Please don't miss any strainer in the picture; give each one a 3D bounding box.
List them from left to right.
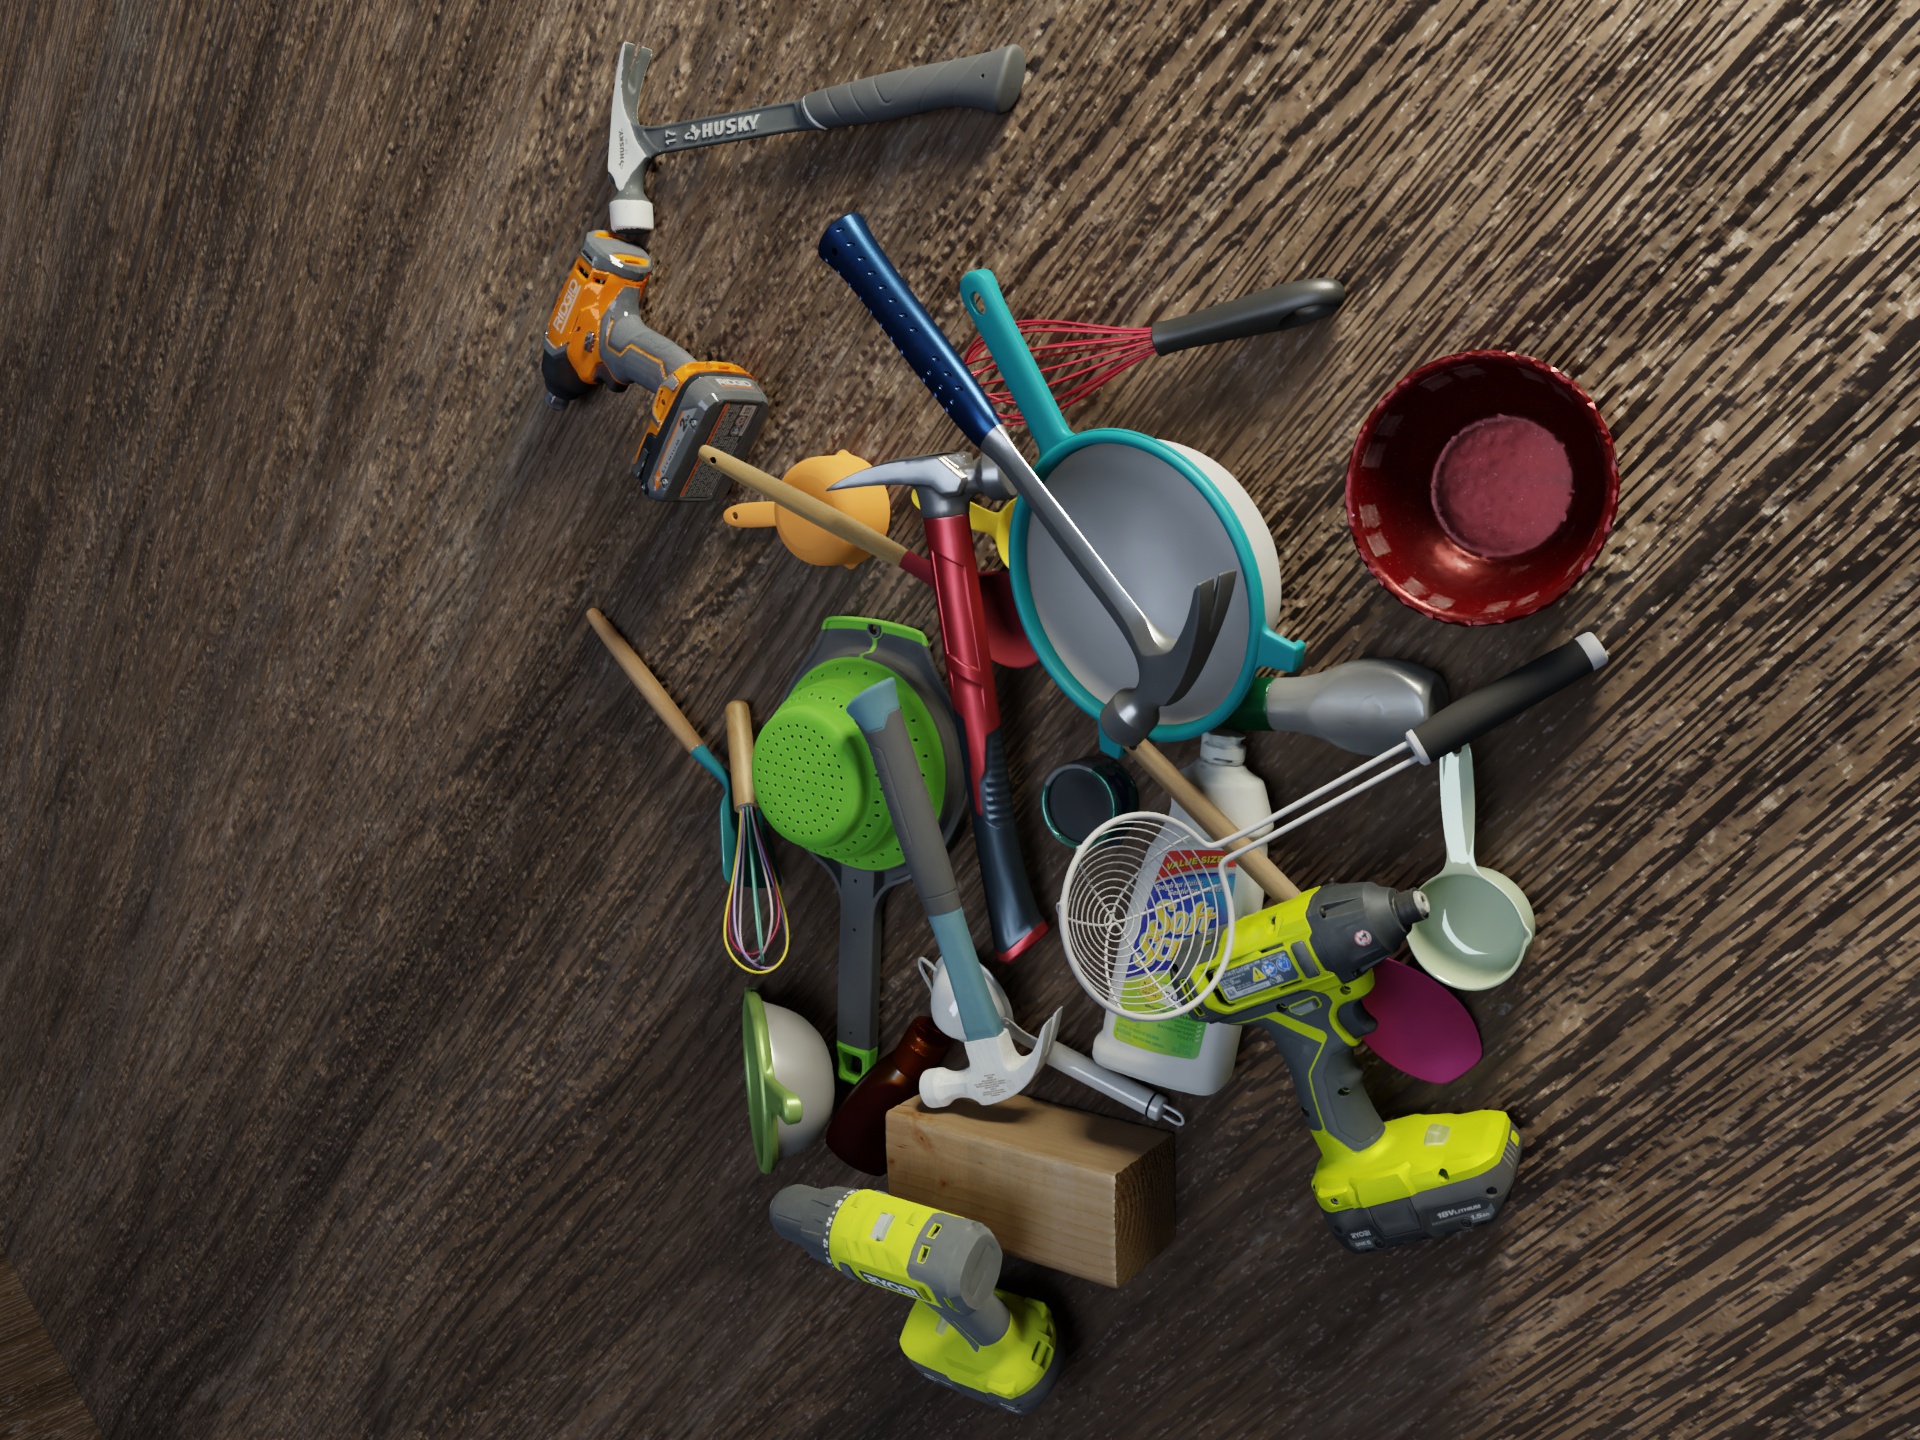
[{"bbox_3d":[-0.131,0.297,1.295,0.256,0.069,0.151,157,108,-75],"label":"strainer"},{"bbox_3d":[0.058,0.250,1.224,0.259,0.050,0.086,23,127,28],"label":"strainer"},{"bbox_3d":[0.108,-0.155,1.063,0.211,0.095,0.340,-32,84,51],"label":"strainer"}]

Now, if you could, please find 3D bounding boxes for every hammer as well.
[{"bbox_3d":[-0.126,-0.472,1.228,0.409,0.036,0.149,5,100,35],"label":"hammer"},{"bbox_3d":[-0.018,0.130,1.189,0.128,0.033,0.331,-15,97,28],"label":"hammer"},{"bbox_3d":[-0.002,-0.004,1.183,0.143,0.038,0.386,-2,106,25],"label":"hammer"},{"bbox_3d":[0.030,-0.180,1.035,0.406,0.035,0.144,55,141,17],"label":"hammer"}]

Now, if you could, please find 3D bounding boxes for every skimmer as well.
[{"bbox_3d":[0.225,0.054,0.952,0.363,0.090,0.127,-31,97,11],"label":"skimmer"}]

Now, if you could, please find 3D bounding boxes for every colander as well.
[{"bbox_3d":[-0.101,0.119,1.279,0.205,0.094,0.397,11,104,34],"label":"colander"}]

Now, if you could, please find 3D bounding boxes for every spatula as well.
[{"bbox_3d":[-0.252,0.016,1.399,0.044,0.082,0.318,-48,64,15],"label":"spatula"}]

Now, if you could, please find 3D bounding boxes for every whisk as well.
[{"bbox_3d":[-0.177,0.092,1.312,0.047,0.051,0.245,-13,62,5],"label":"whisk"},{"bbox_3d":[0.117,-0.254,1.079,0.296,0.073,0.073,-7,94,31],"label":"whisk"}]

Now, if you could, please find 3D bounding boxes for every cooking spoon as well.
[{"bbox_3d":[0.219,0.118,1.051,0.319,0.017,0.068,45,118,2],"label":"cooking spoon"}]

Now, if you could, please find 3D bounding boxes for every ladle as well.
[{"bbox_3d":[-0.066,-0.133,1.203,0.315,0.031,0.069,29,113,10],"label":"ladle"}]

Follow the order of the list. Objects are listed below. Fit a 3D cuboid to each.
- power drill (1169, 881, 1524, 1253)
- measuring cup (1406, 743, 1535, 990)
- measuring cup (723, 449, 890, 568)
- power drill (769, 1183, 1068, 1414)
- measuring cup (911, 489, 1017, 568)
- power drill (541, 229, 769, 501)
[{"bbox_3d":[0.258,0.215,1.018,0.171,0.080,0.223,-27,95,32],"label":"power drill"},{"bbox_3d":[0.322,0.085,1.004,0.083,0.038,0.167,-1,96,36],"label":"measuring cup"},{"bbox_3d":[-0.140,-0.167,1.281,0.174,0.052,0.095,2,100,34],"label":"measuring cup"},{"bbox_3d":[-0.030,0.433,1.217,0.191,0.080,0.228,4,140,36],"label":"power drill"},{"bbox_3d":[0.023,-0.151,1.191,0.157,0.029,0.062,27,113,42],"label":"measuring cup"},{"bbox_3d":[-0.273,-0.283,1.343,0.227,0.084,0.164,49,123,24],"label":"power drill"}]
